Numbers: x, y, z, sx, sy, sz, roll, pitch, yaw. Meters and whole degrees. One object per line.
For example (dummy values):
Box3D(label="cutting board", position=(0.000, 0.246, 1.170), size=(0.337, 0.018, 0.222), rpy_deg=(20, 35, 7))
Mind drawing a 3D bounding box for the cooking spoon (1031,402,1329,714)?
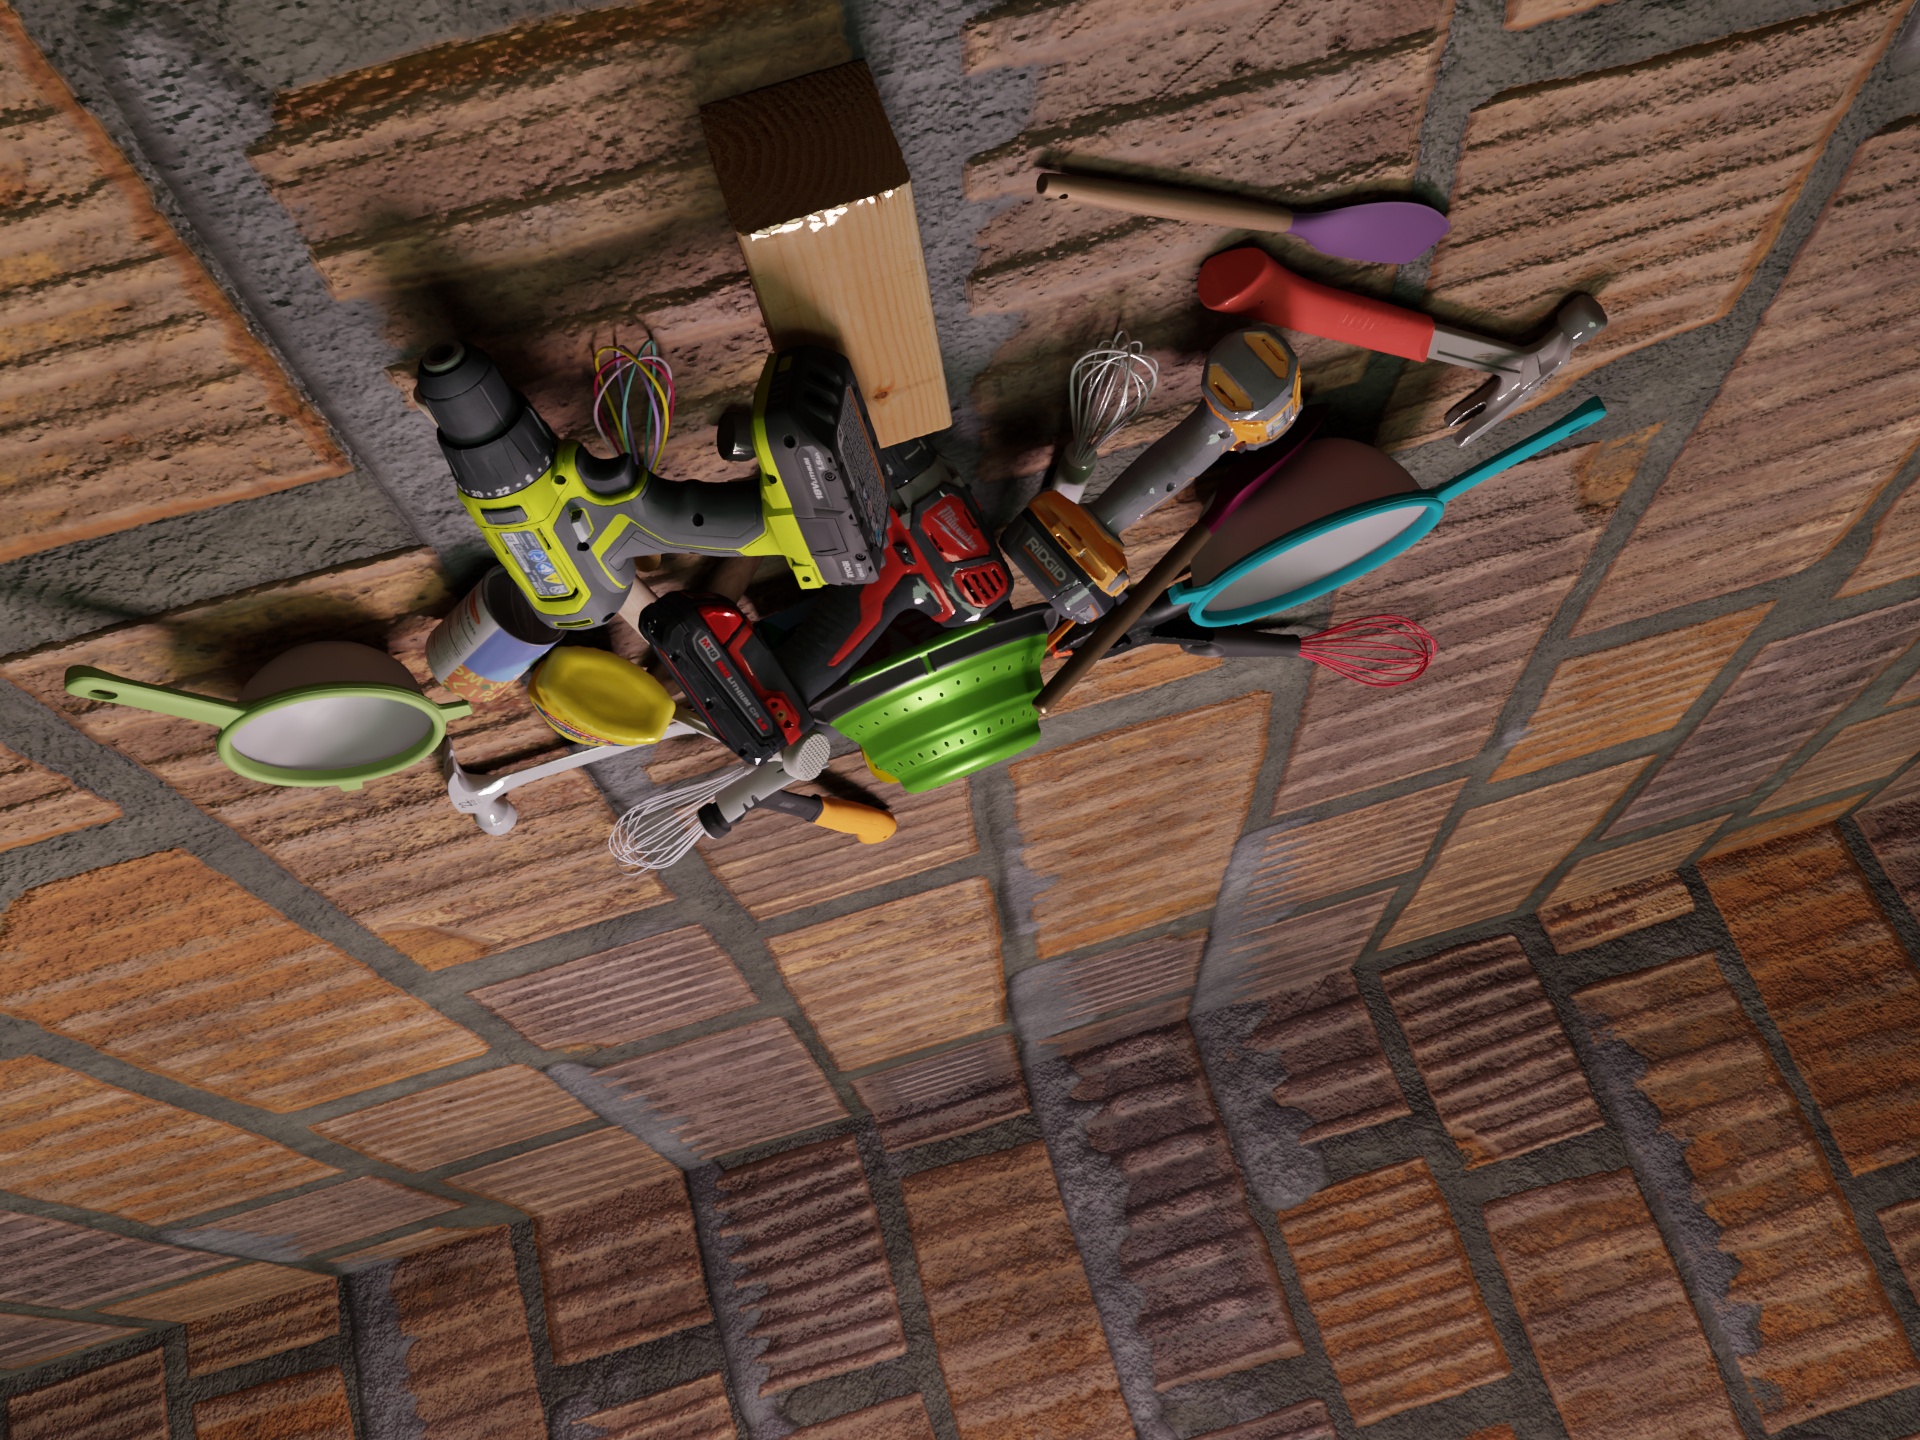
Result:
Box3D(label="cooking spoon", position=(0.162, -0.122, 1.163), size=(0.319, 0.017, 0.069), rpy_deg=(-47, -160, -11))

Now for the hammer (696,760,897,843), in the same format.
Box3D(label="hammer", position=(-0.126, 0.082, 1.526), size=(0.127, 0.034, 0.336), rpy_deg=(-33, 163, 10))

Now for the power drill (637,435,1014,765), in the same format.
Box3D(label="power drill", position=(-0.092, -0.101, 1.010), size=(0.227, 0.187, 0.080), rpy_deg=(-37, -157, -12))

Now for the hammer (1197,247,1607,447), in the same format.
Box3D(label="hammer", position=(0.299, -0.270, 1.124), size=(0.359, 0.037, 0.149), rpy_deg=(1, 150, -37))

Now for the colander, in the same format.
Box3D(label="colander", position=(-0.002, -0.004, 1.263), size=(0.204, 0.094, 0.397), rpy_deg=(-23, 177, 2))

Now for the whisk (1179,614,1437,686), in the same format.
Box3D(label="whisk", position=(0.343, -0.072, 1.554), size=(0.295, 0.073, 0.073), rpy_deg=(2, 150, -23))

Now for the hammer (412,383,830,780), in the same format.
Box3D(label="hammer", position=(-0.231, -0.089, 1.064), size=(0.038, 0.146, 0.410), rpy_deg=(-58, 145, -17))

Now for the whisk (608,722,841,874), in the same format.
Box3D(label="whisk", position=(-0.212, 0.059, 1.464), size=(0.284, 0.070, 0.070), rpy_deg=(-32, 153, 17))

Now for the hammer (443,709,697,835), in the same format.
Box3D(label="hammer", position=(-0.237, 0.004, 1.343), size=(0.405, 0.035, 0.144), rpy_deg=(-17, 156, -1))

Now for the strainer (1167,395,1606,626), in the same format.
Box3D(label="strainer", position=(0.315, -0.188, 1.228), size=(0.340, 0.095, 0.211), rpy_deg=(-28, 166, 23))

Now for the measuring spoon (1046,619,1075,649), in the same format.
Box3D(label="measuring spoon", position=(0.072, -0.070, 1.372), size=(0.117, 0.011, 0.021), rpy_deg=(-42, -163, -5))

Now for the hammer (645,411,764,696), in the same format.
Box3D(label="hammer", position=(-0.163, -0.110, 1.158), size=(0.130, 0.031, 0.331), rpy_deg=(-1, 151, -32))

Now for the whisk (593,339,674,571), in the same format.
Box3D(label="whisk", position=(-0.206, -0.163, 1.015), size=(0.047, 0.051, 0.244), rpy_deg=(8, 156, -6))

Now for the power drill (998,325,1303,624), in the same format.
Box3D(label="power drill", position=(0.144, -0.168, 1.108), size=(0.226, 0.084, 0.185), rpy_deg=(-42, 171, 10))

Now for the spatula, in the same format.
Box3D(label="spatula", position=(0.181, -0.311, 0.976), size=(0.315, 0.018, 0.059), rpy_deg=(-3, 161, -30))

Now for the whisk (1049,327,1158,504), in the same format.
Box3D(label="whisk", position=(0.088, -0.193, 1.132), size=(0.058, 0.059, 0.246), rpy_deg=(3, 157, -8))

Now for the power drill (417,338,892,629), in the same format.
Box3D(label="power drill", position=(-0.166, -0.136, 0.867), size=(0.228, 0.080, 0.190), rpy_deg=(-4, 142, 13))

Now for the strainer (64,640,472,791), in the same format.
Box3D(label="strainer", position=(-0.477, -0.023, 1.083), size=(0.151, 0.069, 0.256), rpy_deg=(-29, 153, 29))
